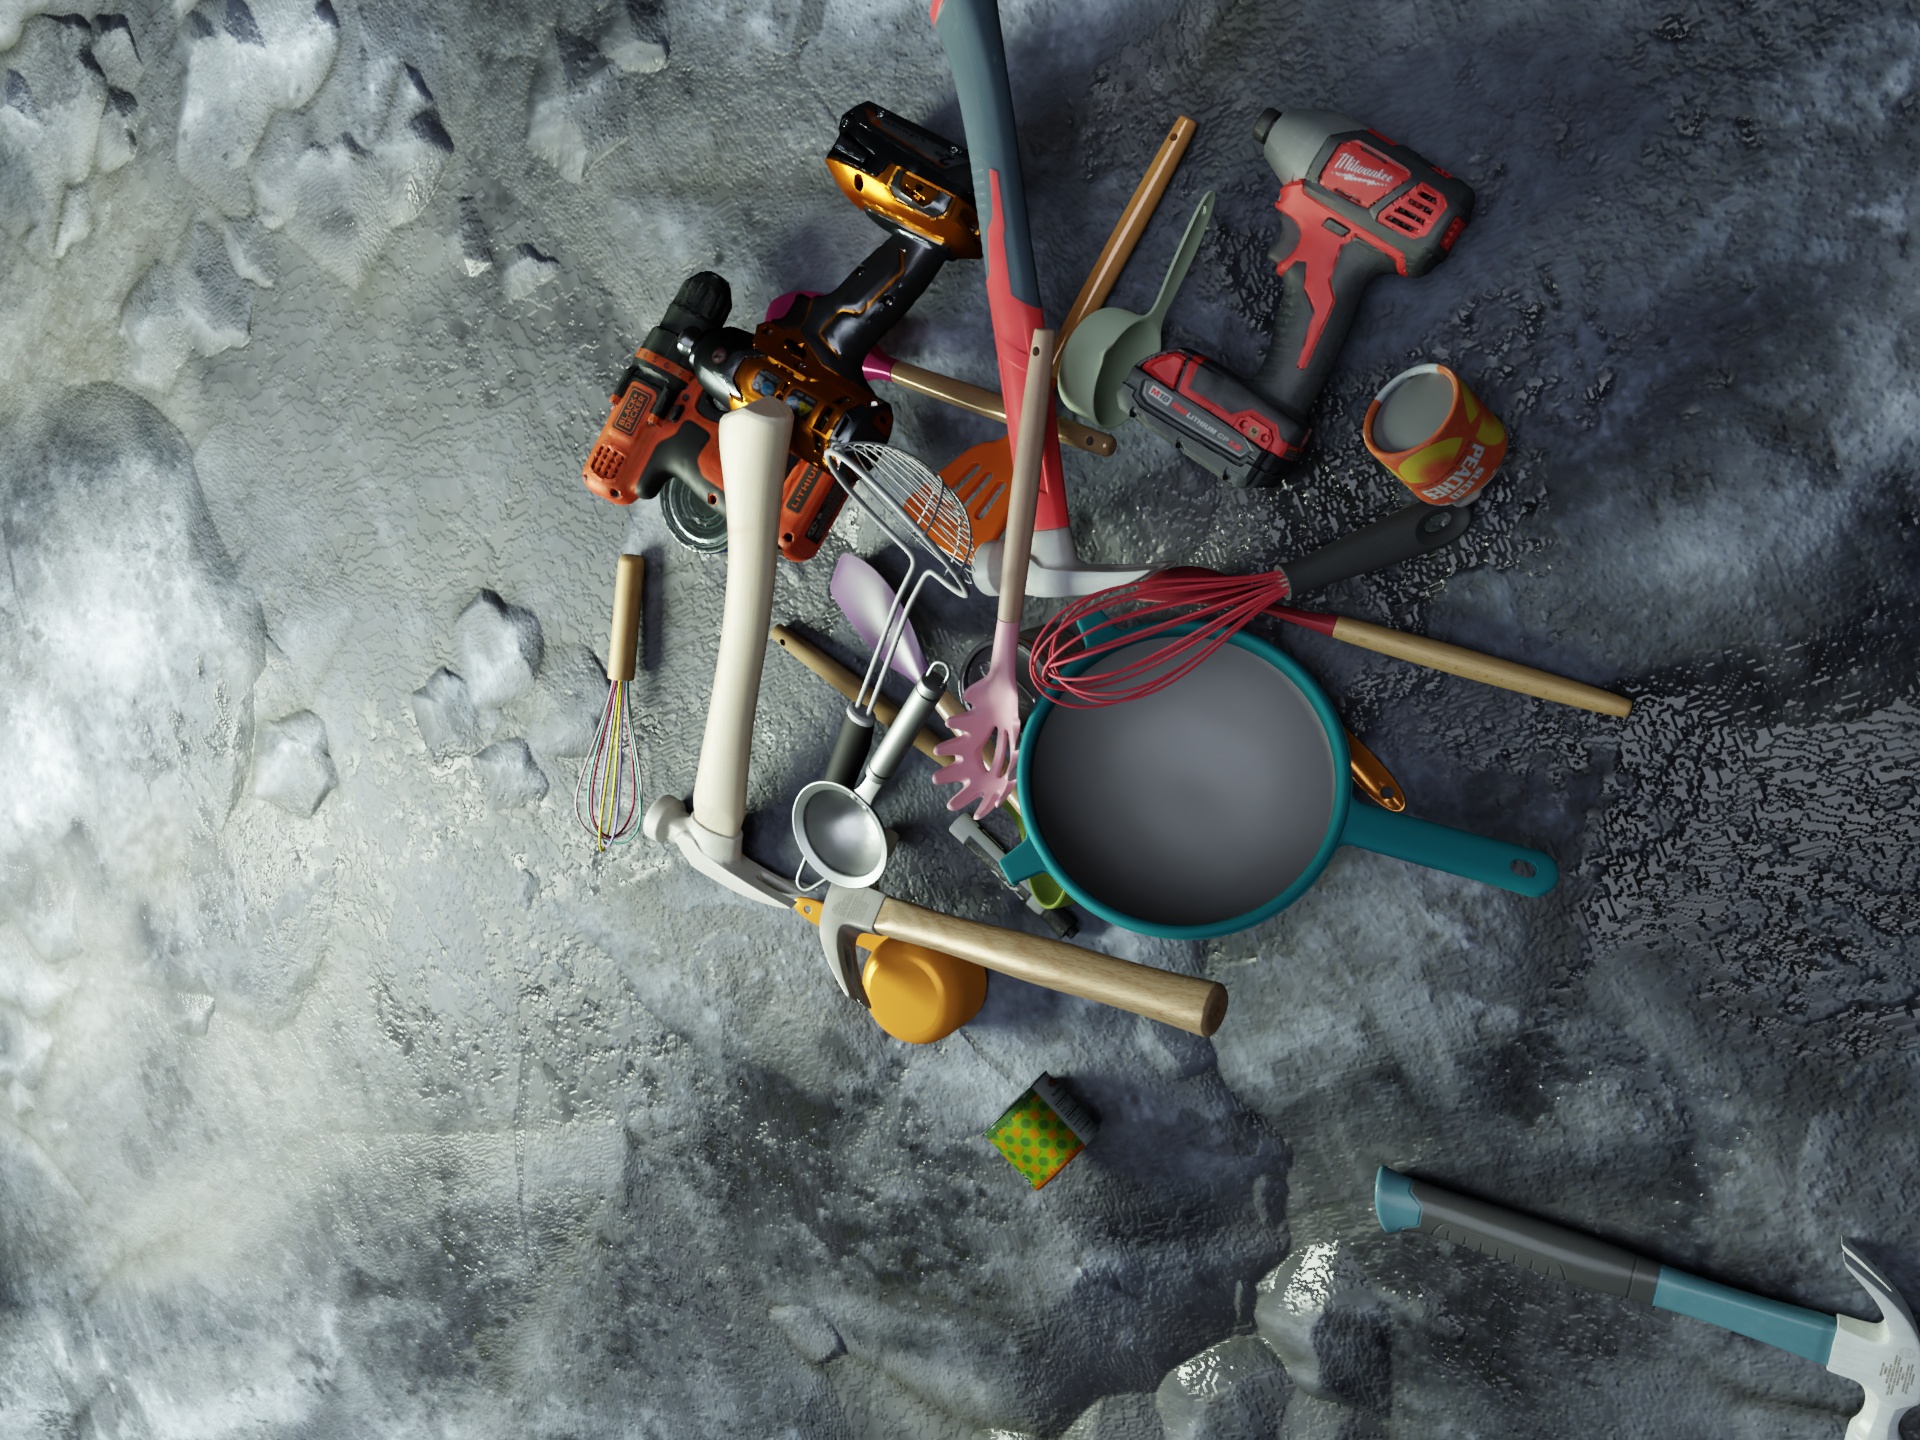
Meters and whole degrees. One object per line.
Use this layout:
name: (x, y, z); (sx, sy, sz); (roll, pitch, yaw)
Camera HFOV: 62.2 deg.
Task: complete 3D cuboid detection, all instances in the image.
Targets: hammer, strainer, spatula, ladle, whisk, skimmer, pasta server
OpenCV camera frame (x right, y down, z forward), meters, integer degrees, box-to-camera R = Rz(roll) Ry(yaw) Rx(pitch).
hammer: (-0.152, -0.039, 1.150); (0.146, 0.038, 0.410); (27, 129, 18)
strainer: (-0.057, 0.040, 1.115); (0.087, 0.050, 0.258); (44, 136, 10)
spatula: (0.068, -0.256, 1.073); (0.081, 0.041, 0.322); (40, 113, 27)
hammer: (0.046, -0.269, 0.997); (0.143, 0.038, 0.386); (2, 107, 40)
ladle: (0.264, -0.052, 1.014); (0.315, 0.069, 0.031); (17, 107, 16)
spatula: (-0.002, -0.004, 1.124); (0.316, 0.018, 0.059); (51, 139, 23)
whisk: (-0.275, -0.012, 1.282); (0.051, 0.047, 0.245); (12, 101, 24)
ladle: (-0.027, 0.024, 1.163); (0.320, 0.062, 0.078); (36, 130, 19)
hammer: (0.032, 0.161, 1.097); (0.331, 0.031, 0.130); (11, 72, 38)
strainer: (0.206, 0.063, 1.034); (0.340, 0.095, 0.211); (15, 74, 10)
hammer: (0.429, 0.357, 1.017); (0.331, 0.033, 0.128); (13, 106, 23)
skimmer: (-0.074, -0.036, 1.087); (0.127, 0.090, 0.363); (43, 136, 21)
whisk: (0.181, -0.079, 0.980); (0.296, 0.073, 0.073); (-21, 90, -5)
pasta server: (0.030, -0.089, 1.015); (0.060, 0.040, 0.316); (19, 113, 32)

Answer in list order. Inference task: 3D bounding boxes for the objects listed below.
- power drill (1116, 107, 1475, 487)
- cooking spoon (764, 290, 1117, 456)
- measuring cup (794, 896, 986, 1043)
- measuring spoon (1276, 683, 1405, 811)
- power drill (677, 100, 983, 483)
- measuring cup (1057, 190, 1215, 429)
power drill: (0.199, -0.265, 0.991); (0.143, 0.078, 0.219); (37, 110, 14)
cooking spoon: (-0.025, -0.237, 1.108); (0.319, 0.017, 0.068); (26, 110, 30)
measuring cup: (-0.066, 0.182, 1.209); (0.174, 0.052, 0.095); (25, 112, 19)
measuring spoon: (0.253, 0.014, 1.053); (0.117, 0.011, 0.021); (48, 114, 6)
power drill: (-0.085, -0.295, 1.081); (0.164, 0.084, 0.226); (31, 93, 14)
measuring cup: (0.115, -0.274, 1.041); (0.038, 0.083, 0.167); (29, 95, 27)
